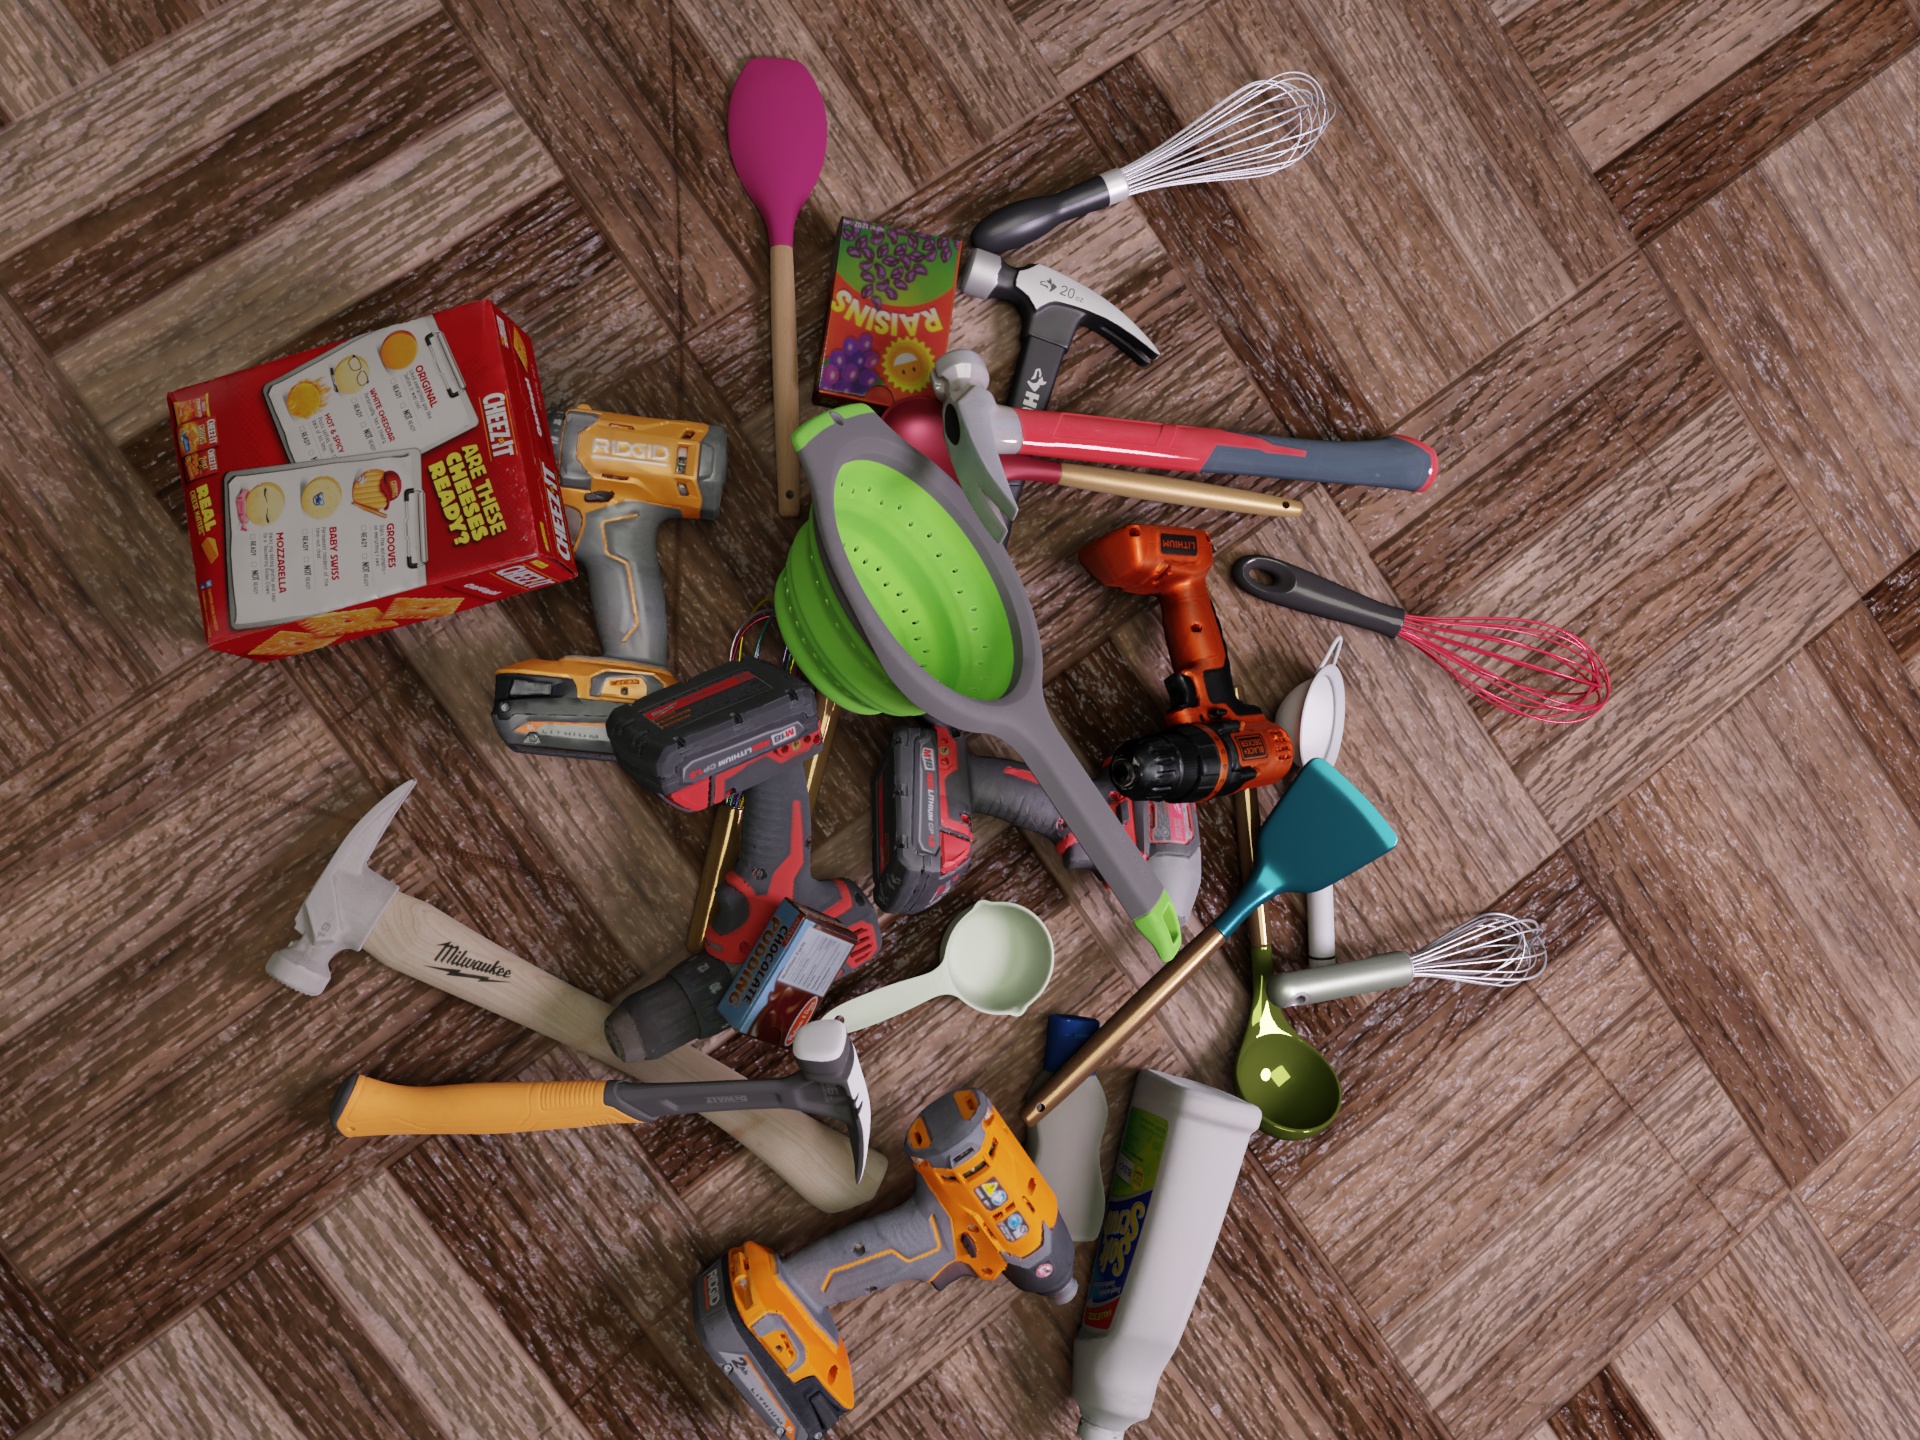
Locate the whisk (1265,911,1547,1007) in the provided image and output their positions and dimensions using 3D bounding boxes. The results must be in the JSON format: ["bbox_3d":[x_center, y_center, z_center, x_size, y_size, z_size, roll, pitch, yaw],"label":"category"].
[{"bbox_3d":[0.319,0.173,1.128,0.246,0.057,0.059,-5,51,-25],"label":"whisk"}]

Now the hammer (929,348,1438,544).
[{"bbox_3d":[0.172,-0.173,1.081,0.386,0.038,0.143,1,53,-25],"label":"hammer"}]

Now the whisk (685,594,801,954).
[{"bbox_3d":[-0.147,0.036,1.059,0.047,0.051,0.245,13,89,9],"label":"whisk"}]

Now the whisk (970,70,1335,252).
[{"bbox_3d":[0.137,-0.390,1.129,0.284,0.070,0.070,-24,93,-8],"label":"whisk"}]

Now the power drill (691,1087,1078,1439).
[{"bbox_3d":[-0.038,0.360,1.023,0.226,0.084,0.164,-34,108,-2],"label":"power drill"}]

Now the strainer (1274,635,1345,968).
[{"bbox_3d":[0.253,0.069,1.141,0.087,0.050,0.258,-8,96,-56],"label":"strainer"}]

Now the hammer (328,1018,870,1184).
[{"bbox_3d":[-0.223,0.239,0.980,0.337,0.034,0.127,-3,130,7],"label":"hammer"}]

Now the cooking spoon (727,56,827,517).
[{"bbox_3d":[-0.121,-0.297,1.085,0.068,0.017,0.319,-1,87,-12],"label":"cooking spoon"}]

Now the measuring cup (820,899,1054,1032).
[{"bbox_3d":[-0.019,0.176,1.079,0.167,0.038,0.083,-20,92,-11],"label":"measuring cup"}]

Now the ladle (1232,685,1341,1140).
[{"bbox_3d":[0.216,0.133,1.123,0.078,0.062,0.320,-4,86,-19],"label":"ladle"}]

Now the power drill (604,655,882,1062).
[{"bbox_3d":[-0.151,0.094,0.985,0.188,0.080,0.226,-25,121,-26],"label":"power drill"}]

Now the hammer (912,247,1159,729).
[{"bbox_3d":[0.030,-0.149,1.104,0.146,0.035,0.335,17,84,-10],"label":"hammer"}]

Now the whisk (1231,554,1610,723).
[{"bbox_3d":[0.337,-0.065,1.159,0.296,0.073,0.073,18,84,-4],"label":"whisk"}]

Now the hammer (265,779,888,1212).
[{"bbox_3d":[-0.225,0.196,1.033,0.410,0.038,0.146,31,80,-10],"label":"hammer"}]

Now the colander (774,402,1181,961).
[{"bbox_3d":[-0.002,-0.003,0.993,0.094,0.204,0.397,-31,97,29],"label":"colander"}]

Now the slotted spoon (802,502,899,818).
[{"bbox_3d":[-0.083,-0.050,1.079,0.070,0.031,0.314,15,87,-26],"label":"slotted spoon"}]

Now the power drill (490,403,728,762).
[{"bbox_3d":[-0.251,-0.092,1.019,0.185,0.084,0.226,6,83,-10],"label":"power drill"}]

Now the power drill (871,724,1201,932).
[{"bbox_3d":[0.055,0.077,1.060,0.219,0.078,0.143,5,61,-14],"label":"power drill"}]

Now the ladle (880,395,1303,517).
[{"bbox_3d":[0.091,-0.167,1.086,0.315,0.031,0.069,6,83,-16],"label":"ladle"}]

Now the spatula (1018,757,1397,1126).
[{"bbox_3d":[0.157,0.159,1.075,0.317,0.044,0.082,-43,87,-11],"label":"spatula"}]
